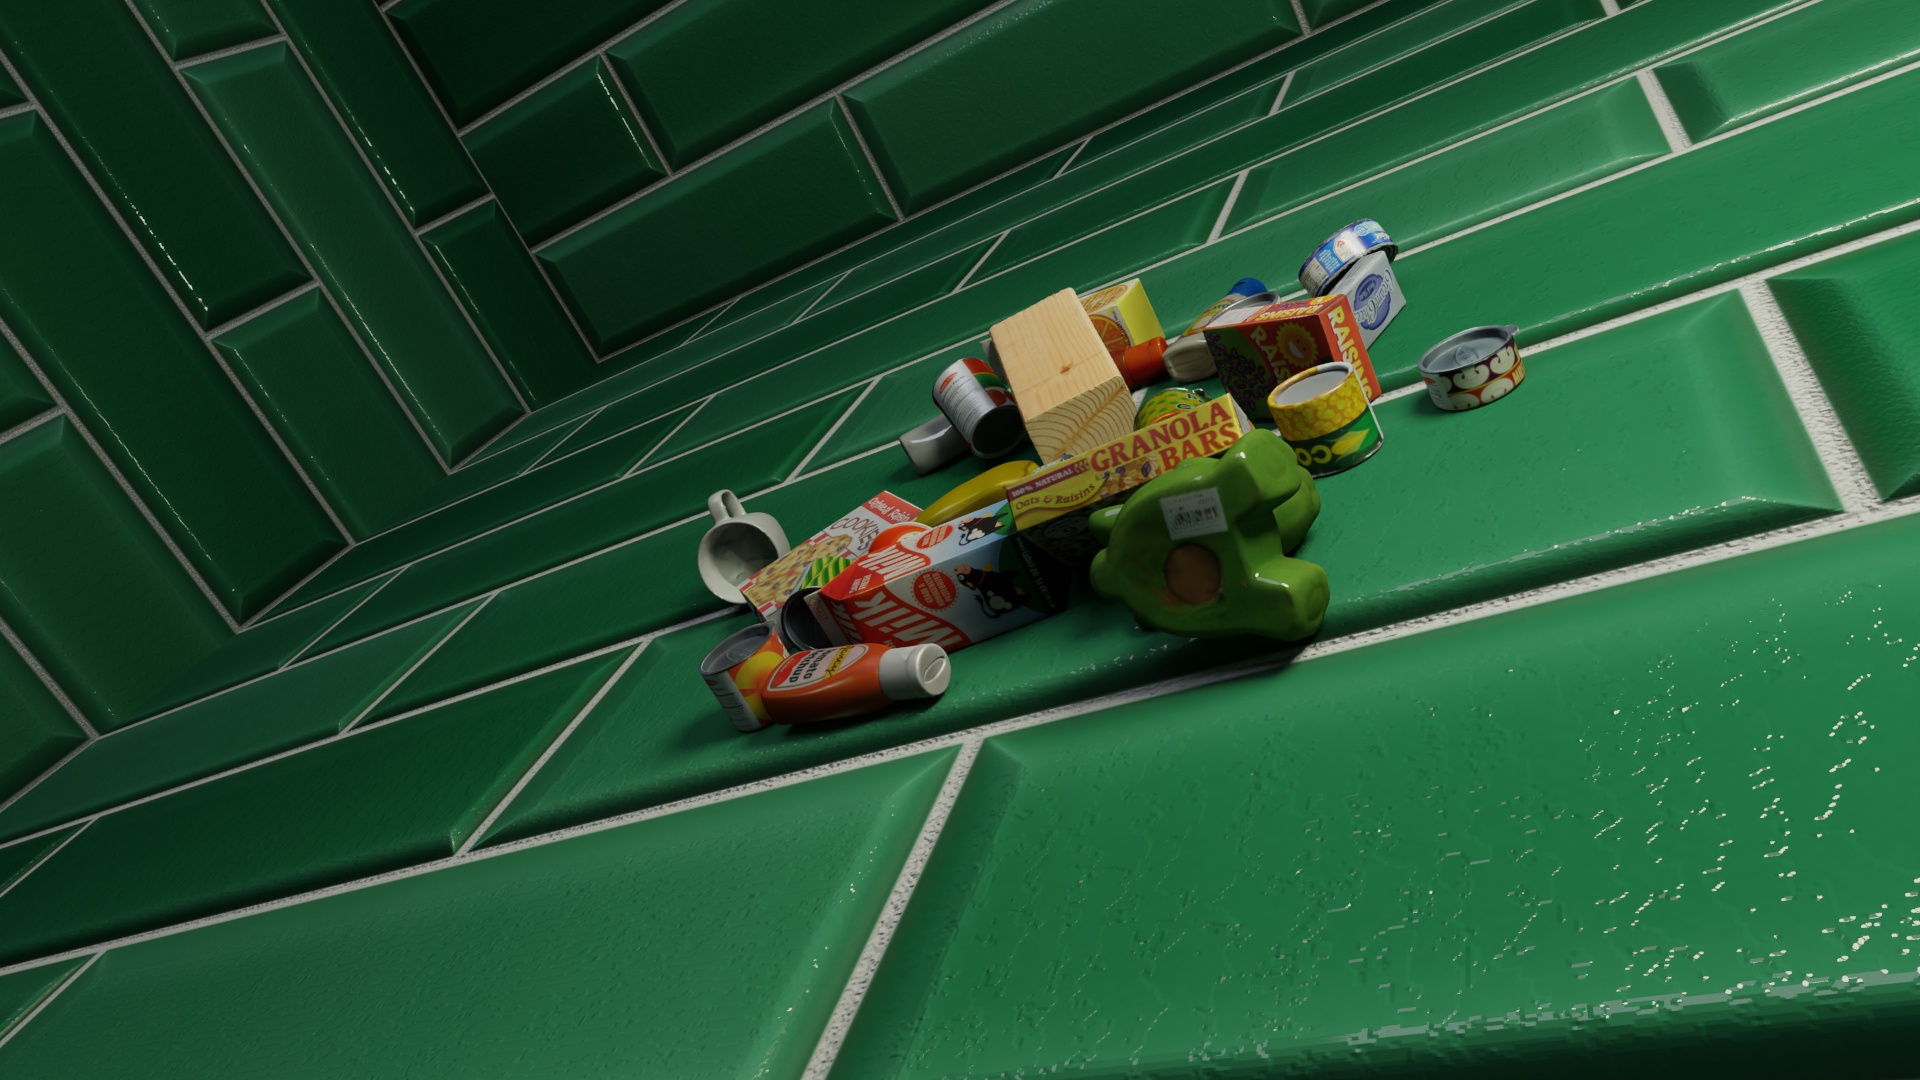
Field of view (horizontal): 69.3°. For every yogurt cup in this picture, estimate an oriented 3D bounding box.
[{"bbox_3d":[-0.042,0.027,1.112,0.072,0.072,0.054,-23,28,15],"label":"yogurt cup"}]

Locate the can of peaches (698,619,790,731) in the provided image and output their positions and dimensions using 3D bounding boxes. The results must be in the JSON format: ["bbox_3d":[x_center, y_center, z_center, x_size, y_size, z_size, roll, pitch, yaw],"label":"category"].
[{"bbox_3d":[-0.159,0.105,1.080,0.071,0.058,0.071,-25,19,9],"label":"can of peaches"}]

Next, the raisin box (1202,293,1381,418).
[{"bbox_3d":[0.258,-0.141,1.089,0.040,0.086,0.123,-34,19,-28],"label":"raisin box"}]

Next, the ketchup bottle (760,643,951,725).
[{"bbox_3d":[-0.073,0.100,0.999,0.148,0.043,0.065,-11,26,39],"label":"ketchup bottle"}]

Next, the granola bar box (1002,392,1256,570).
[{"bbox_3d":[0.130,-0.035,0.967,0.165,0.039,0.124,-22,-21,18],"label":"granola bar box"}]

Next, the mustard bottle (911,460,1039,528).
[{"bbox_3d":[0.004,-0.014,1.153,0.160,0.065,0.049,-21,24,31],"label":"mustard bottle"}]

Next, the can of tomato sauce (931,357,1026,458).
[{"bbox_3d":[0.021,-0.130,1.370,0.071,0.071,0.083,-30,50,-5],"label":"can of tomato sauce"}]

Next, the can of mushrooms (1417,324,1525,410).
[{"bbox_3d":[0.363,-0.123,0.979,0.071,0.033,0.071,-25,19,9],"label":"can of mushrooms"}]

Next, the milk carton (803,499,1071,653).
[{"bbox_3d":[-0.020,0.038,1.037,0.190,0.072,0.074,-22,21,19],"label":"milk carton"}]

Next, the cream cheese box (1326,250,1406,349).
[{"bbox_3d":[0.338,-0.198,1.172,0.024,0.053,0.104,-9,27,47],"label":"cream cheese box"}]

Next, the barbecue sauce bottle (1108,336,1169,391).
[{"bbox_3d":[0.134,-0.157,1.360,0.148,0.043,0.065,-19,25,24],"label":"barbecue sauce bottle"}]

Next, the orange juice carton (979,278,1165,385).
[{"bbox_3d":[0.111,-0.206,1.472,0.192,0.071,0.073,-14,24,35],"label":"orange juice carton"}]

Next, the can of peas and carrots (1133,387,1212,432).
[{"bbox_3d":[0.171,-0.080,1.082,0.071,0.070,0.059,-24,20,14],"label":"can of peas and carrots"}]

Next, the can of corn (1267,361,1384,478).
[{"bbox_3d":[0.258,-0.086,0.991,0.071,0.058,0.071,-25,19,9],"label":"can of corn"}]

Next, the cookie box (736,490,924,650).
[{"bbox_3d":[-0.108,0.023,1.245,0.168,0.040,0.123,-34,20,-11],"label":"cookie box"}]

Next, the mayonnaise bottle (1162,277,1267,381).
[{"bbox_3d":[0.249,-0.203,1.323,0.064,0.041,0.149,-12,25,43],"label":"mayonnaise bottle"}]

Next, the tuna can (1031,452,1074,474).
[{"bbox_3d":[0.082,-0.033,1.079,0.033,0.071,0.071,-23,20,19],"label":"tuna can"}]

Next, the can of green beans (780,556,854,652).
[{"bbox_3d":[-0.106,0.054,1.125,0.071,0.071,0.058,-22,20,18],"label":"can of green beans"}]

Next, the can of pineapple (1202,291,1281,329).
[{"bbox_3d":[0.258,-0.178,1.223,0.071,0.057,0.071,-25,19,9],"label":"can of pineapple"}]

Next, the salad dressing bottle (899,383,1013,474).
[{"bbox_3d":[0.011,-0.122,1.441,0.148,0.044,0.064,-29,23,-4],"label":"salad dressing bottle"}]
